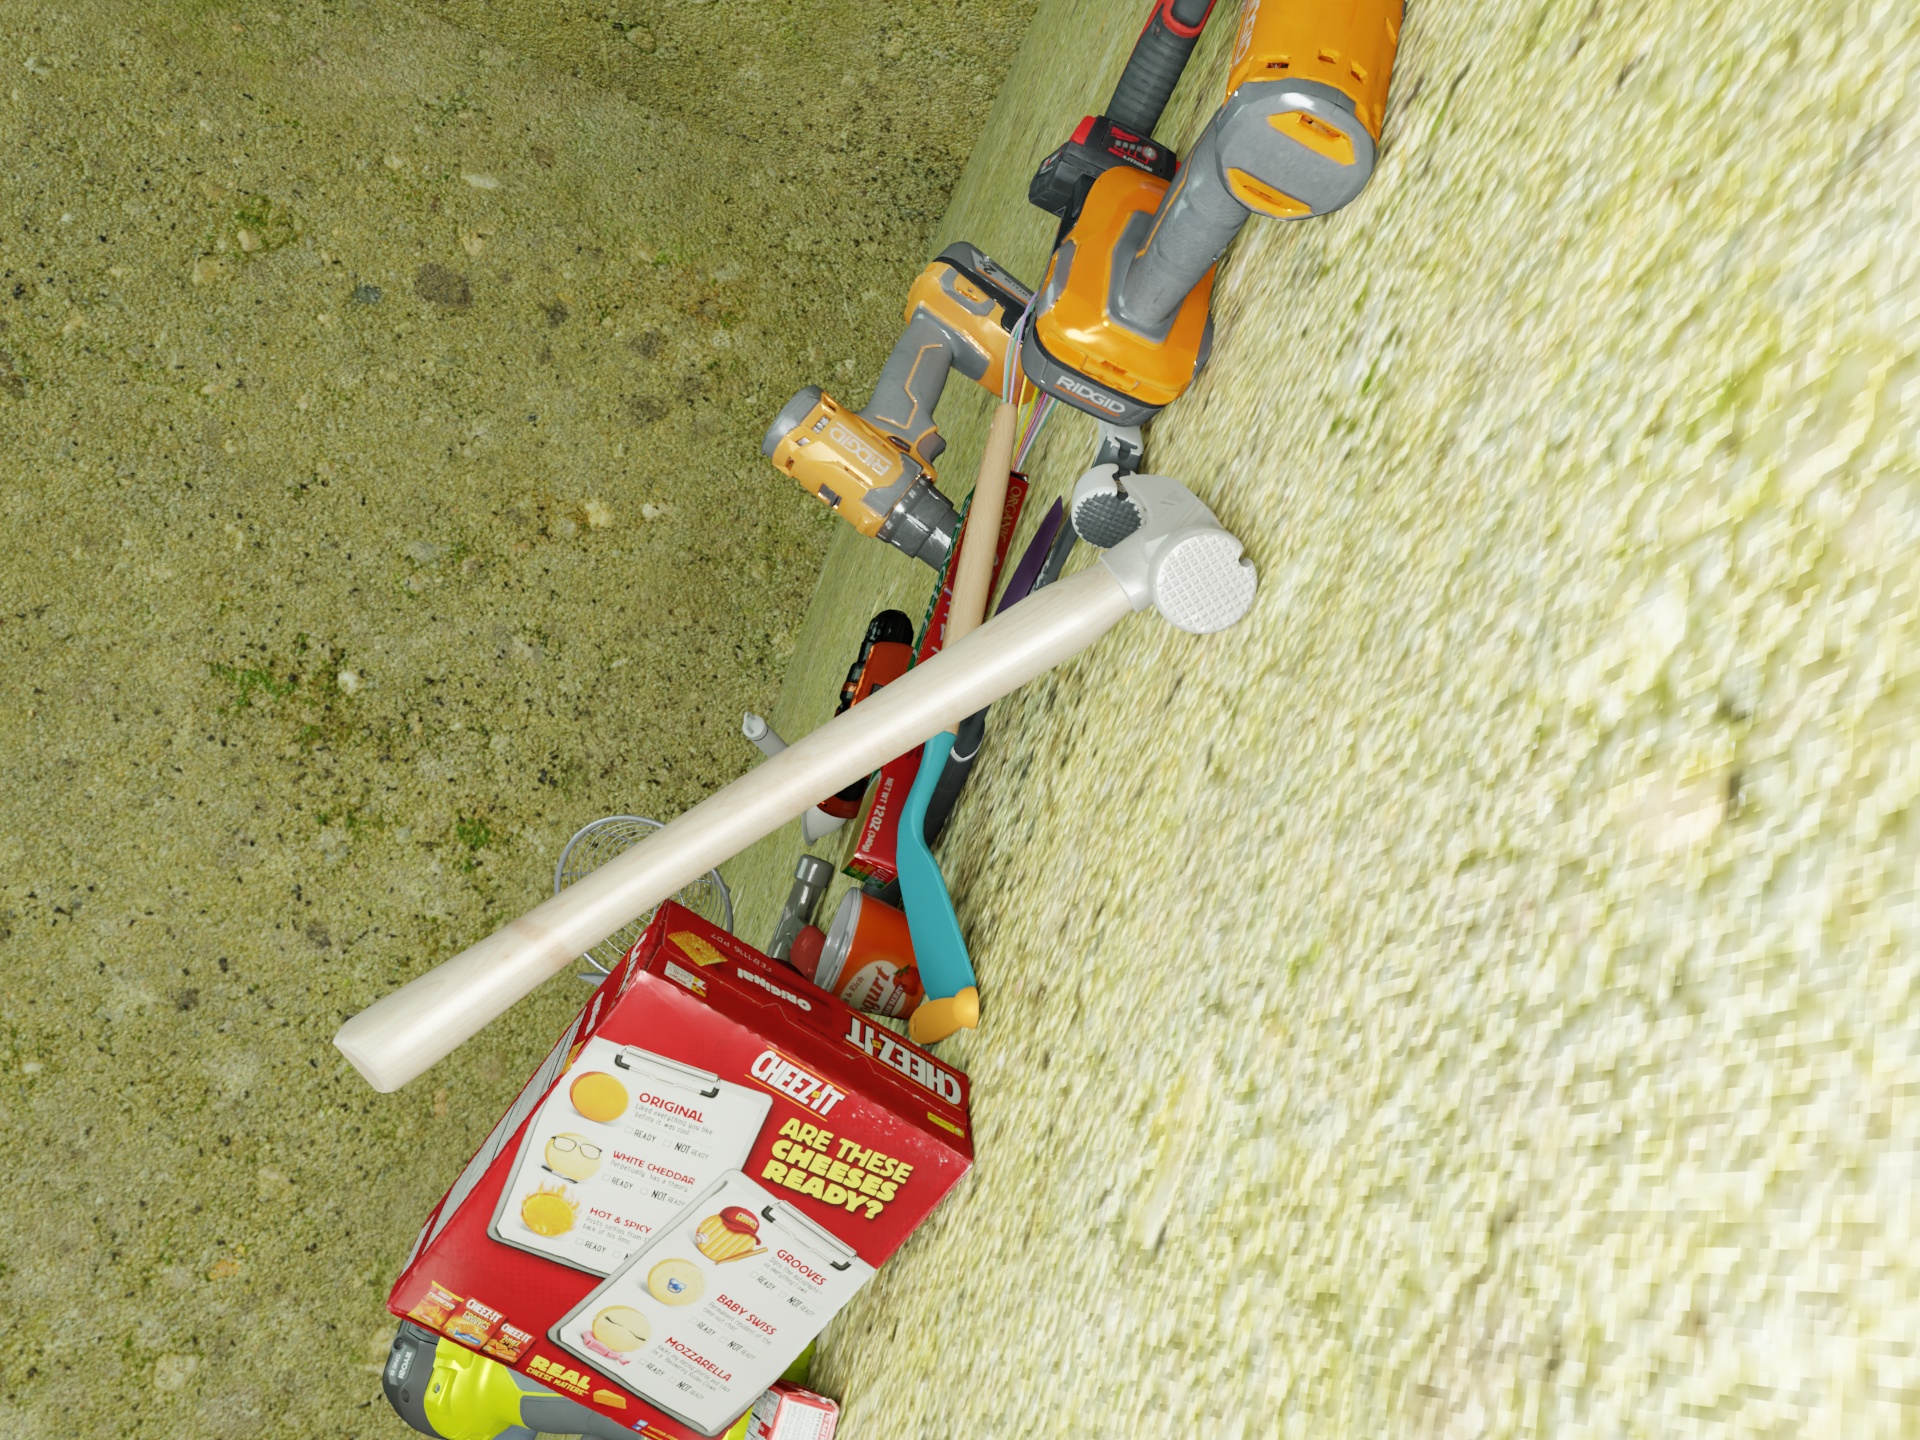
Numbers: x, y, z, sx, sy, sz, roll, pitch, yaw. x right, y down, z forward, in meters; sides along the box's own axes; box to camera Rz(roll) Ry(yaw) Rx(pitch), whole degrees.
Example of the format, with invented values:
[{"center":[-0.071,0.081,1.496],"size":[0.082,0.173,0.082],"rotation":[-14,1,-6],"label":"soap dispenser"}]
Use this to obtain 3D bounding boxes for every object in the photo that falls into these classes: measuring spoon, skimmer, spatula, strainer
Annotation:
[{"center":[-0.012,0.146,0.779],"size":[0.117,0.011,0.021],"rotation":[137,134,-67],"label":"measuring spoon"},{"center":[-0.226,0.245,1.007],"size":[0.090,0.127,0.363],"rotation":[57,-141,-67],"label":"skimmer"},{"center":[-0.002,-0.003,1.018],"size":[0.060,0.018,0.315],"rotation":[-88,22,-64],"label":"spatula"},{"center":[0.005,-0.015,0.817],"size":[0.082,0.044,0.318],"rotation":[148,135,-70],"label":"spatula"},{"center":[-0.136,0.046,1.357],"size":[0.258,0.050,0.087],"rotation":[56,-139,-64],"label":"strainer"}]

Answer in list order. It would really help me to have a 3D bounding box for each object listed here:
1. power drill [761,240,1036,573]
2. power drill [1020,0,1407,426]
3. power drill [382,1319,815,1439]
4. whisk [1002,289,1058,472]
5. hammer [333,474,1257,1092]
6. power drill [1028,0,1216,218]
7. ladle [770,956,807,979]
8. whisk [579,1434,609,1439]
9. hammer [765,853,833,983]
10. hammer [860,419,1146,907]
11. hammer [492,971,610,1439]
[{"center":[-0.010,-0.219,1.160],"size":[0.226,0.185,0.084],"rotation":[-53,2,-24],"label":"power drill"},{"center":[0.115,-0.250,0.707],"size":[0.226,0.084,0.164],"rotation":[-43,27,60],"label":"power drill"},{"center":[-0.179,0.319,0.845],"size":[0.080,0.228,0.191],"rotation":[47,-127,-53],"label":"power drill"},{"center":[0.038,-0.181,1.099],"size":[0.047,0.051,0.245],"rotation":[-161,86,-74],"label":"whisk"},{"center":[-0.076,0.027,0.647],"size":[0.410,0.038,0.146],"rotation":[-32,17,6],"label":"hammer"},{"center":[0.130,-0.409,0.957],"size":[0.188,0.080,0.226],"rotation":[-116,50,-76],"label":"power drill"},{"center":[-0.137,0.258,1.134],"size":[0.315,0.031,0.069],"rotation":[111,147,-51],"label":"ladle"},{"center":[-0.184,0.470,0.847],"size":[0.055,0.055,0.239],"rotation":[-67,24,14],"label":"whisk"},{"center":[-0.121,0.187,1.235],"size":[0.359,0.036,0.149],"rotation":[173,117,-80],"label":"hammer"},{"center":[0.010,-0.009,0.921],"size":[0.149,0.036,0.408],"rotation":[-80,14,-51],"label":"hammer"},{"center":[-0.249,0.345,0.955],"size":[0.386,0.143,0.038],"rotation":[-64,6,-9],"label":"hammer"}]
